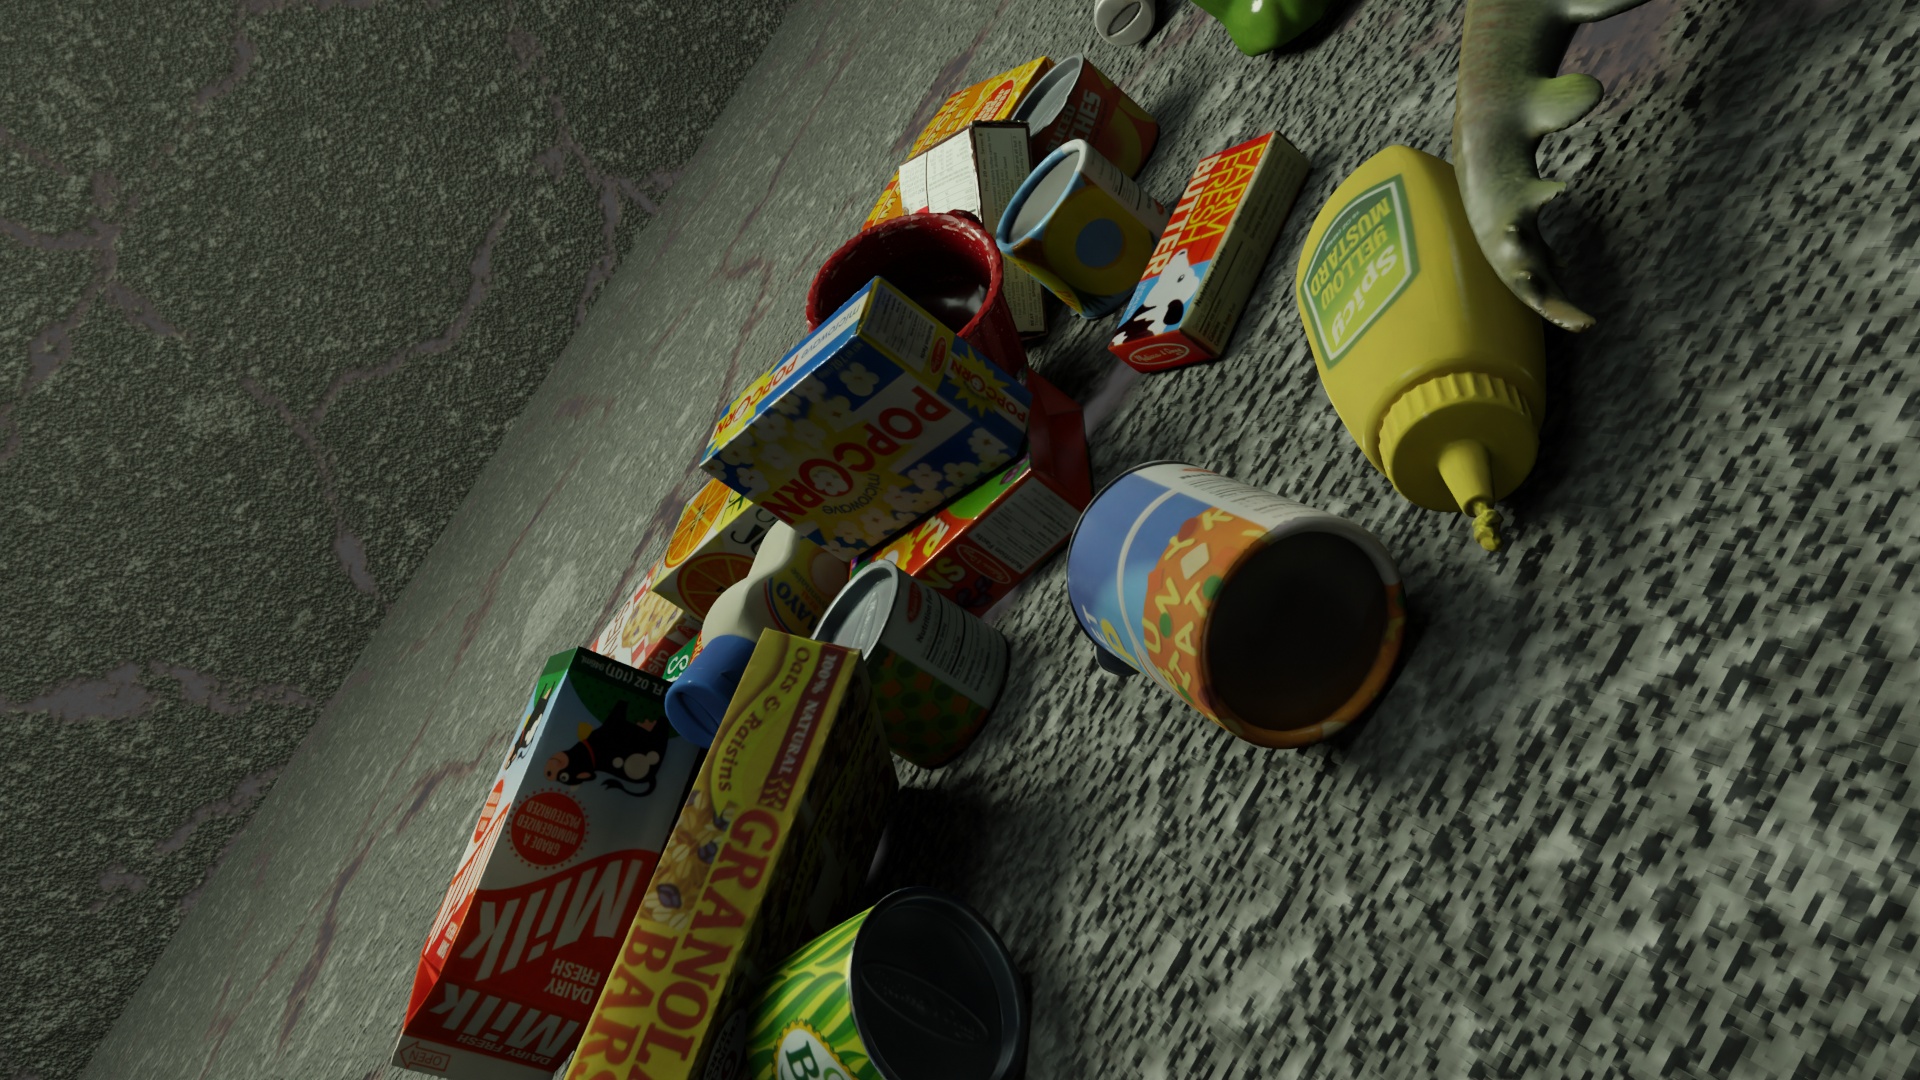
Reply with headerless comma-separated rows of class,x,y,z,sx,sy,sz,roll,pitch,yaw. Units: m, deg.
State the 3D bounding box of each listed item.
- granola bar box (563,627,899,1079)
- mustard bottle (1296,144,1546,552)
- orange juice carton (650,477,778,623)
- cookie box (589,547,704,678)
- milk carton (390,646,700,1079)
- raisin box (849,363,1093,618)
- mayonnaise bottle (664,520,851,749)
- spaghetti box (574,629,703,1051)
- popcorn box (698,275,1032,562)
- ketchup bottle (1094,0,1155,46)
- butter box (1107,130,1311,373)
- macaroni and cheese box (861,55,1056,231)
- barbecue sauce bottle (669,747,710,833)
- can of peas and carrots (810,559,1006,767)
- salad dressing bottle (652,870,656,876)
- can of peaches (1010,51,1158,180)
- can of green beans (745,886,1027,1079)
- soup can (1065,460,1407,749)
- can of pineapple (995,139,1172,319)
granola bar box,-0.072,0.132,0.486,0.123,0.039,0.166,82,-155,-57
mustard bottle,0.136,-0.055,0.400,0.065,0.049,0.161,-54,20,37
orange juice carton,-0.081,-0.021,0.752,0.192,0.073,0.072,-35,30,39
cookie box,-0.191,0.058,0.902,0.167,0.040,0.123,-51,24,12
milk carton,-0.186,0.150,0.633,0.073,0.072,0.191,-19,50,62
raisin box,0.002,-0.008,0.616,0.123,0.040,0.086,-42,27,27
mayonnaise bottle,-0.084,0.039,0.644,0.041,0.064,0.149,-33,13,34
spaghetti box,-0.159,0.147,0.737,0.050,0.028,0.251,-39,28,33
popcorn box,-0.042,-0.047,0.592,0.126,0.085,0.038,-31,34,44
ketchup bottle,0.107,-0.365,0.881,0.064,0.043,0.149,-38,29,38
butter box,0.105,-0.120,0.584,0.053,0.024,0.104,-4,56,61
macaroni and cheese box,0.004,-0.255,0.939,0.124,0.040,0.166,-57,23,-5
barbecue sauce bottle,-0.102,0.113,0.652,0.148,0.043,0.065,-24,31,52
can of peas and carrots,-0.025,0.051,0.564,0.070,0.058,0.071,-44,25,27
salad dressing bottle,-0.118,0.190,0.583,0.064,0.044,0.148,-52,21,23
can of peaches,0.064,-0.217,0.748,0.071,0.058,0.071,-42,27,27
can of green beans,-0.023,0.147,0.423,0.057,0.071,0.071,-38,29,37
soup can,0.076,0.019,0.403,0.071,0.071,0.084,-56,23,0
can of pineapple,0.058,-0.148,0.669,0.070,0.058,0.071,-43,26,28
